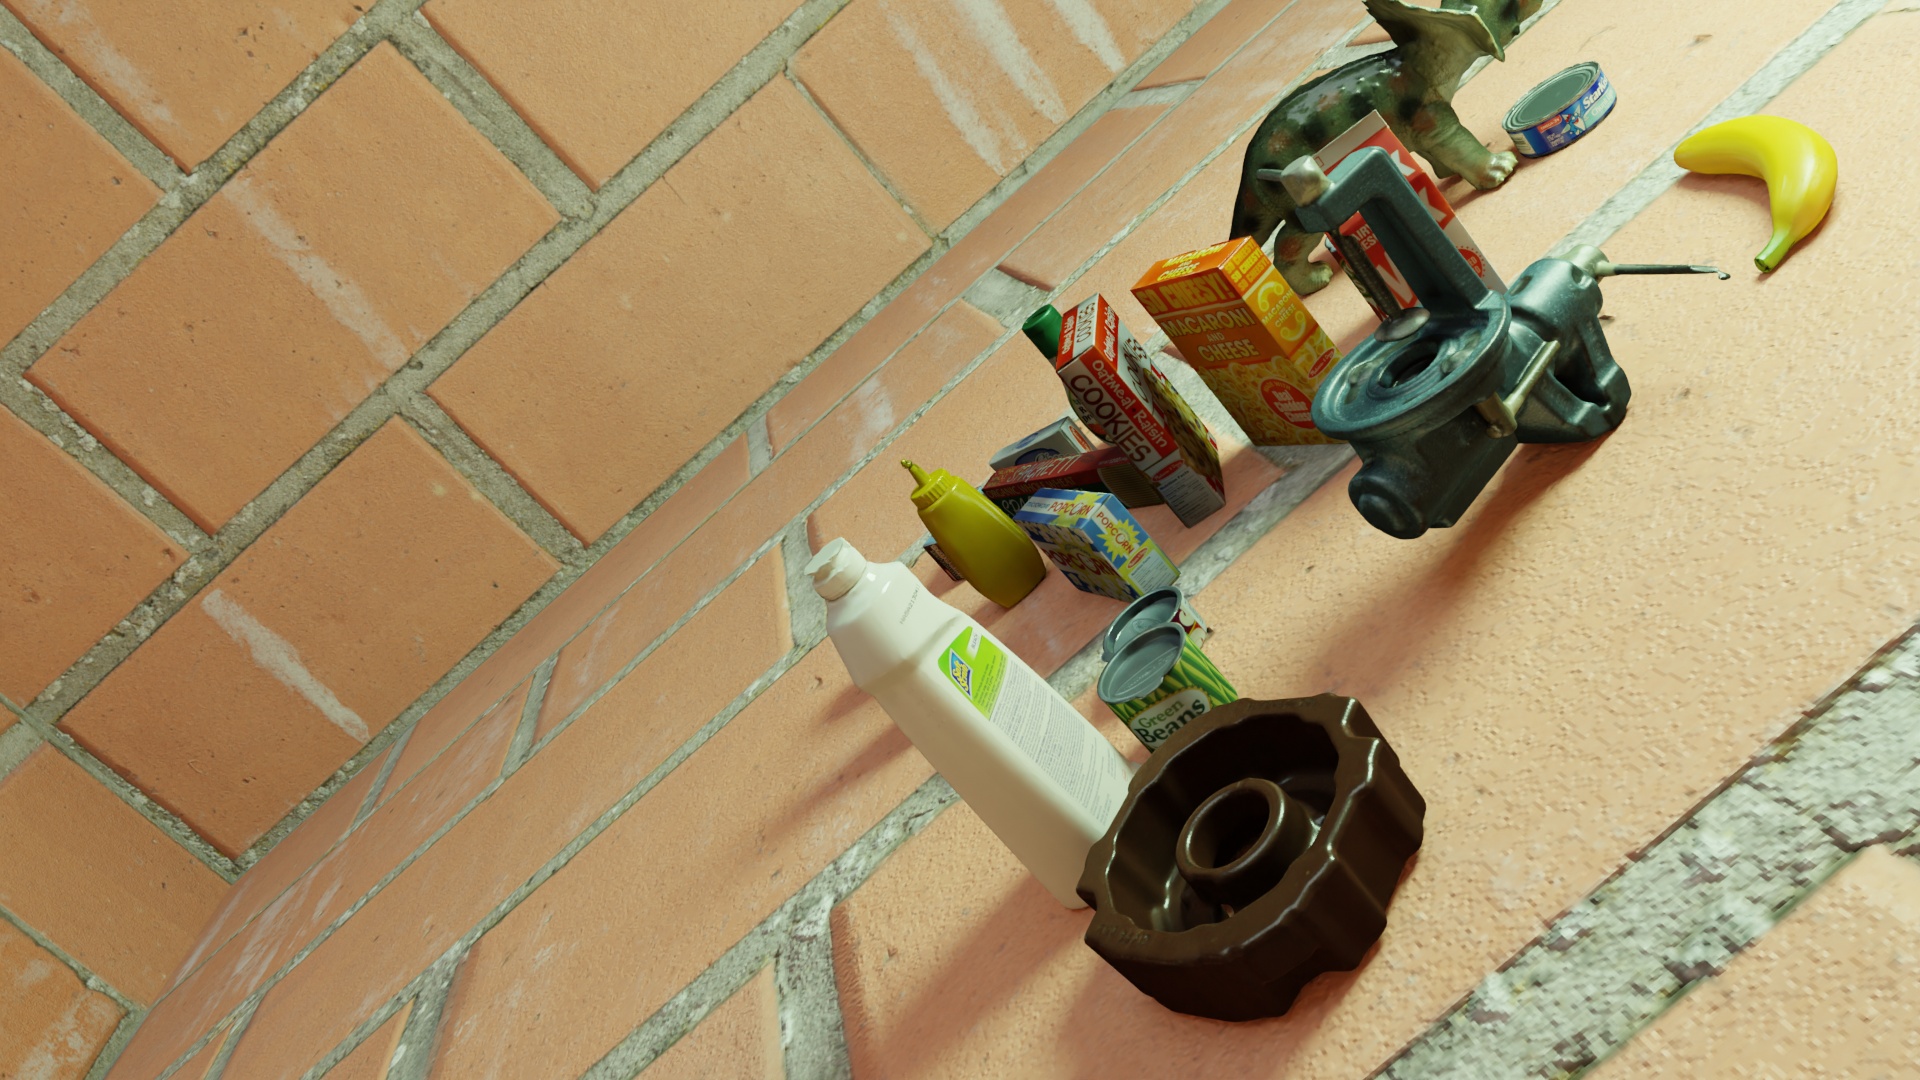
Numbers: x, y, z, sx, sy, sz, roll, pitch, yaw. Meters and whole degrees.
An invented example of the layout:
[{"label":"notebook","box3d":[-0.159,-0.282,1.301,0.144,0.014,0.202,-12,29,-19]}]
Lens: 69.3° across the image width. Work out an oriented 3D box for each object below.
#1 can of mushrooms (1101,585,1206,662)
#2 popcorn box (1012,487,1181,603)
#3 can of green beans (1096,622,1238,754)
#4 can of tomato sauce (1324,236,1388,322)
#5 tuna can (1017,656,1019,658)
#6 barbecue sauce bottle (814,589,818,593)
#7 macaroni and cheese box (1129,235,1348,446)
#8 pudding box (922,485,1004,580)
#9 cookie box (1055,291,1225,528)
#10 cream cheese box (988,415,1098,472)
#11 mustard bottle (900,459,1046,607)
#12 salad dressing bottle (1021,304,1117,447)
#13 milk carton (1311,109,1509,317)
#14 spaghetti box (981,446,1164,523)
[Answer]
[{"label":"can of mushrooms","box3d":[0.130,0.067,0.942,0.071,0.033,0.071,-37,18,15]},{"label":"popcorn box","box3d":[0.102,0.003,1.065,0.038,0.085,0.126,-46,18,-12]},{"label":"can of green beans","box3d":[0.127,0.093,0.848,0.071,0.057,0.071,-37,18,15]},{"label":"can of tomato sauce","box3d":[0.338,-0.220,1.094,0.071,0.083,0.071,-37,18,15]},{"label":"tuna can","box3d":[0.029,0.122,1.027,0.071,0.033,0.071,-37,18,15]},{"label":"barbecue sauce bottle","box3d":[-0.055,0.077,1.115,0.043,0.148,0.065,-40,18,8]},{"label":"macaroni and cheese box","box3d":[0.217,-0.144,1.032,0.040,0.166,0.123,-47,18,-15]},{"label":"pudding box","box3d":[0.007,-0.007,1.345,0.030,0.049,0.084,-18,29,52]},{"label":"cookie box","box3d":[0.142,-0.105,1.097,0.040,0.167,0.123,-35,19,22]},{"label":"cream cheese box","box3d":[0.081,-0.078,1.350,0.103,0.053,0.024,-24,25,44]},{"label":"mustard bottle","box3d":[0.004,-0.015,1.187,0.065,0.160,0.049,-43,17,-2]},{"label":"salad dressing bottle","box3d":[0.116,-0.154,1.298,0.064,0.147,0.044,-24,25,45]},{"label":"milk carton","box3d":[0.301,-0.191,0.927,0.072,0.190,0.074,-36,19,19]},{"label":"spaghetti box","box3d":[0.100,-0.049,1.246,0.029,0.050,0.249,-50,19,-22]}]
